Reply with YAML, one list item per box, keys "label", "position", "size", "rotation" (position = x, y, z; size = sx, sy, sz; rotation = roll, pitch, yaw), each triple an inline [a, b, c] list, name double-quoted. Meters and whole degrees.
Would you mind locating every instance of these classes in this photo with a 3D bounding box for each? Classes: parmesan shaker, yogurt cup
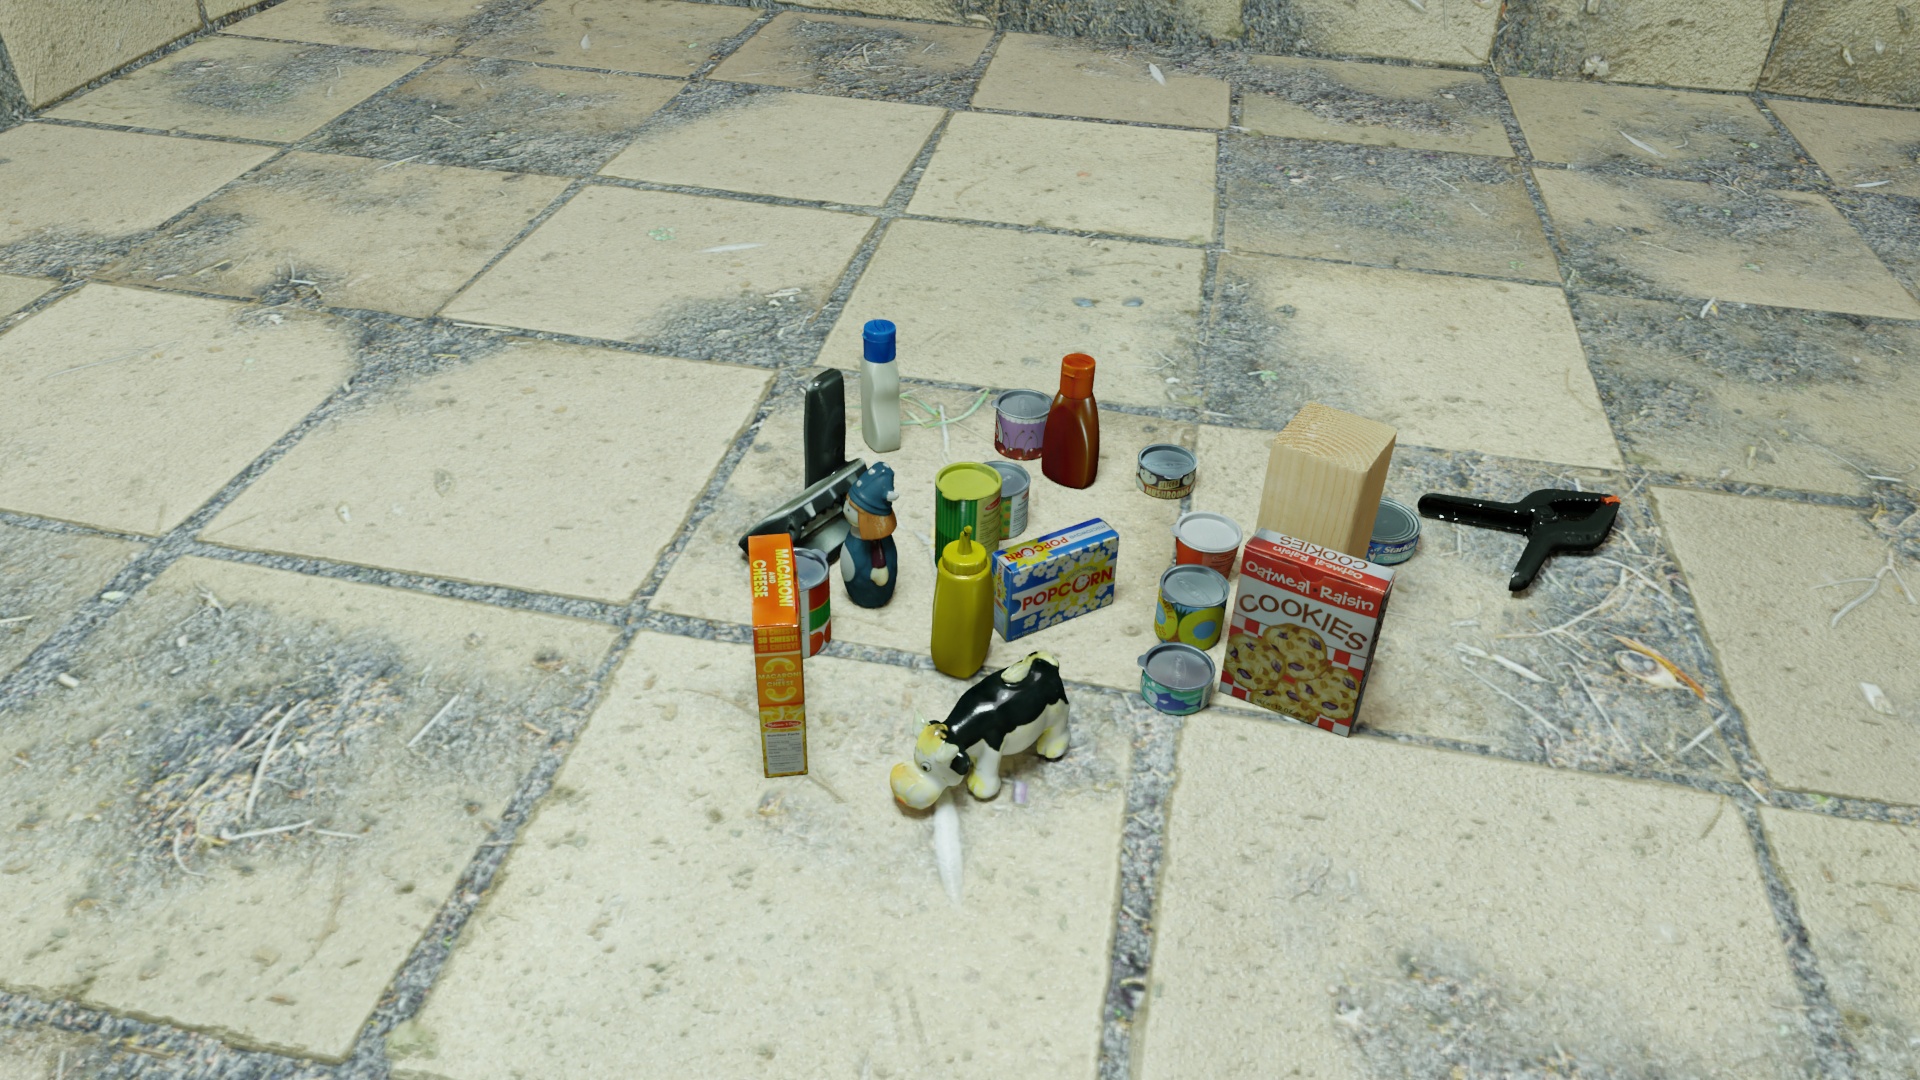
- label: "parmesan shaker"
  position: [0.005, -0.017, 1.390]
  size: [0.071, 0.102, 0.072]
  rotation: [1, 36, -1]
- label: "yogurt cup"
  position: [0.248, 0.010, 1.406]
  size: [0.072, 0.053, 0.073]
  rotation: [1, 36, -1]

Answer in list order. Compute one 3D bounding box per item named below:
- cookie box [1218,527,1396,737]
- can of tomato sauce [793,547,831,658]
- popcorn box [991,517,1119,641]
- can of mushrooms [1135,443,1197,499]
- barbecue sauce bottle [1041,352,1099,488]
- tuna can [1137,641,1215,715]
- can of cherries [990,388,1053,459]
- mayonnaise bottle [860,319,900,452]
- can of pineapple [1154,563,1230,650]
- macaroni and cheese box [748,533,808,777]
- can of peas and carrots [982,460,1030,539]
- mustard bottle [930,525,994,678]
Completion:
- label: "cookie box"
  position: [0.300, 0.082, 1.216]
  size: [0.123, 0.166, 0.040]
  rotation: [19, 39, 22]
- label: "can of tomato sauce"
  position: [-0.153, 0.058, 1.296]
  size: [0.071, 0.082, 0.071]
  rotation: [1, 36, -1]
- label: "popcorn box"
  position: [0.090, 0.037, 1.336]
  size: [0.127, 0.084, 0.038]
  rotation: [-18, 41, -25]
- label: "can of mushrooms"
  position: [0.228, -0.076, 1.540]
  size: [0.071, 0.033, 0.071]
  rotation: [1, 36, -1]
- label: "barbecue sauce bottle"
  position: [0.123, -0.131, 1.513]
  size: [0.065, 0.147, 0.044]
  rotation: [25, 42, 28]
- label: "tuna can"
  position: [0.195, 0.125, 1.264]
  size: [0.071, 0.032, 0.071]
  rotation: [1, 36, -1]
- label: "can of cherries"
  position: [0.069, -0.133, 1.589]
  size: [0.071, 0.058, 0.072]
  rotation: [1, 36, -1]
- label: "mayonnaise bottle"
  position: [-0.090, -0.175, 1.563]
  size: [0.041, 0.147, 0.065]
  rotation: [-11, 38, -18]
- label: "can of pineapple"
  position: [0.219, 0.065, 1.327]
  size: [0.071, 0.057, 0.071]
  rotation: [1, 36, -1]
- label: "macaroni and cheese box"
  position: [-0.153, 0.096, 1.173]
  size: [0.040, 0.165, 0.124]
  rotation: [-4, 36, -8]
- label: "can of peas and carrots"
  position: [0.037, -0.043, 1.464]
  size: [0.071, 0.058, 0.071]
  rotation: [1, 36, -1]
- label: "mustard bottle"
  position: [0.003, 0.049, 1.252]
  size: [0.049, 0.159, 0.066]
  rotation: [16, 38, 18]
